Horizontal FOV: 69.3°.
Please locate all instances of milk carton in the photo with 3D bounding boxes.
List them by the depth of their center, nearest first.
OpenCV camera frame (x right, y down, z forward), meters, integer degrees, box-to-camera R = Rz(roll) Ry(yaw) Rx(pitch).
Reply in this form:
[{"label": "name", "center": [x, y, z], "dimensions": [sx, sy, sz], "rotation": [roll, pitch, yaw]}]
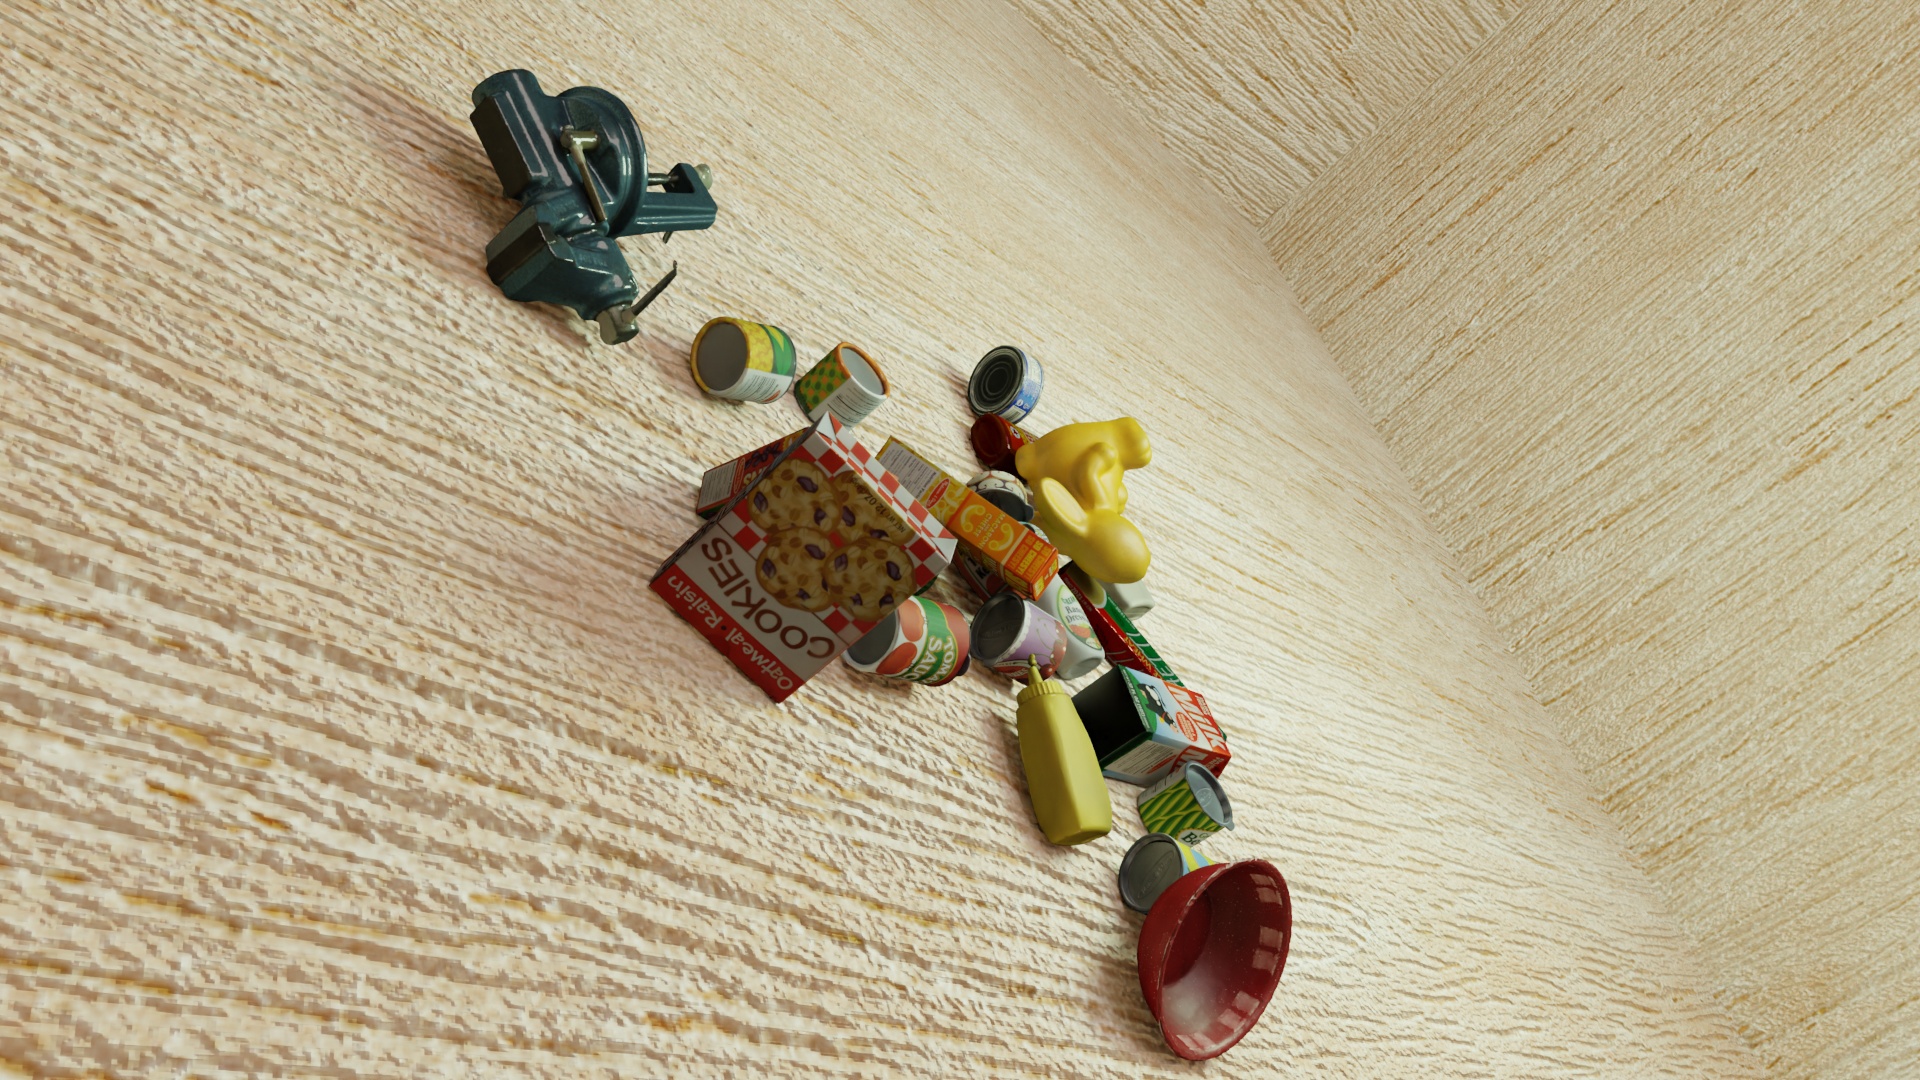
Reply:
[{"label": "milk carton", "center": [0.184, 0.180, 1.290], "dimensions": [0.190, 0.073, 0.072], "rotation": [23, 37, -46]}]

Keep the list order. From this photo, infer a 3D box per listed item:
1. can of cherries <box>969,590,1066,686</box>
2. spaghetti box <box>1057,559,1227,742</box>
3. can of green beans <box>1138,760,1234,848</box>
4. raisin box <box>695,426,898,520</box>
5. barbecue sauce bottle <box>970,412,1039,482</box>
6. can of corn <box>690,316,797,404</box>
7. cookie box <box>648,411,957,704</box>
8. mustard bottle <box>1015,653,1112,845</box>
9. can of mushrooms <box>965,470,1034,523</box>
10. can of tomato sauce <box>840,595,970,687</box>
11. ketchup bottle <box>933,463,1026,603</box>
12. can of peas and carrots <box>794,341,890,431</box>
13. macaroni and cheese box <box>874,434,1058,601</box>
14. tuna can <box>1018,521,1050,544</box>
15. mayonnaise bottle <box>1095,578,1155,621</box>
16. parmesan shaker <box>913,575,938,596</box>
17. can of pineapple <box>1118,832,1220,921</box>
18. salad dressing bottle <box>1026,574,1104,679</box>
[{"label": "can of cherries", "center": [0.049, 0.088, 1.201], "dimensions": [0.058, 0.071, 0.072], "rotation": [33, 30, -36]}, {"label": "spaghetti box", "center": [0.181, 0.125, 1.412], "dimensions": [0.250, 0.028, 0.050], "rotation": [50, 26, -3]}, {"label": "can of green beans", "center": [0.203, 0.242, 1.256], "dimensions": [0.071, 0.057, 0.071], "rotation": [39, 27, -25]}, {"label": "raisin box", "center": [-0.119, -0.033, 1.007], "dimensions": [0.086, 0.123, 0.040], "rotation": [31, 56, -37]}, {"label": "barbecue sauce bottle", "center": [0.074, -0.090, 1.505], "dimensions": [0.148, 0.043, 0.065], "rotation": [20, 37, -49]}, {"label": "can of corn", "center": [-0.179, -0.149, 1.135], "dimensions": [0.058, 0.071, 0.071], "rotation": [2, 54, -58]}, {"label": "cookie box", "center": [-0.105, 0.015, 0.919], "dimensions": [0.123, 0.167, 0.040], "rotation": [45, 22, -13]}, {"label": "mustard bottle", "center": [0.077, 0.168, 1.138], "dimensions": [0.065, 0.048, 0.161], "rotation": [21, 46, -50]}, {"label": "can of mushrooms", "center": [0.034, -0.031, 1.328], "dimensions": [0.071, 0.071, 0.034], "rotation": [39, 26, -24]}, {"label": "can of tomato sauce", "center": [-0.042, 0.075, 1.061], "dimensions": [0.083, 0.071, 0.071], "rotation": [19, 40, -48]}, {"label": "ketchup bottle", "center": [0.012, -0.006, 1.272], "dimensions": [0.149, 0.065, 0.043], "rotation": [51, 2, 20]}, {"label": "can of peas and carrots", "center": [-0.106, -0.138, 1.249], "dimensions": [0.071, 0.058, 0.071], "rotation": [40, 27, -25]}, {"label": "macaroni and cheese box", "center": [0.004, -0.015, 1.177], "dimensions": [0.166, 0.040, 0.123], "rotation": [35, -5, 10]}, {"label": "tuna can", "center": [0.052, 0.013, 1.297], "dimensions": [0.033, 0.071, 0.071], "rotation": [1, 54, -60]}, {"label": "mayonnaise bottle", "center": [0.151, 0.017, 1.493], "dimensions": [0.065, 0.041, 0.148], "rotation": [4, 50, -53]}, {"label": "parmesan shaker", "center": [-0.068, 0.004, 1.110], "dimensions": [0.103, 0.071, 0.071], "rotation": [22, 38, -47]}, {"label": "can of pineapple", "center": [0.174, 0.283, 1.143], "dimensions": [0.058, 0.070, 0.071], "rotation": [33, 31, -35]}, {"label": "salad dressing bottle", "center": [0.086, 0.059, 1.324], "dimensions": [0.064, 0.044, 0.148], "rotation": [13, 44, -52]}]
